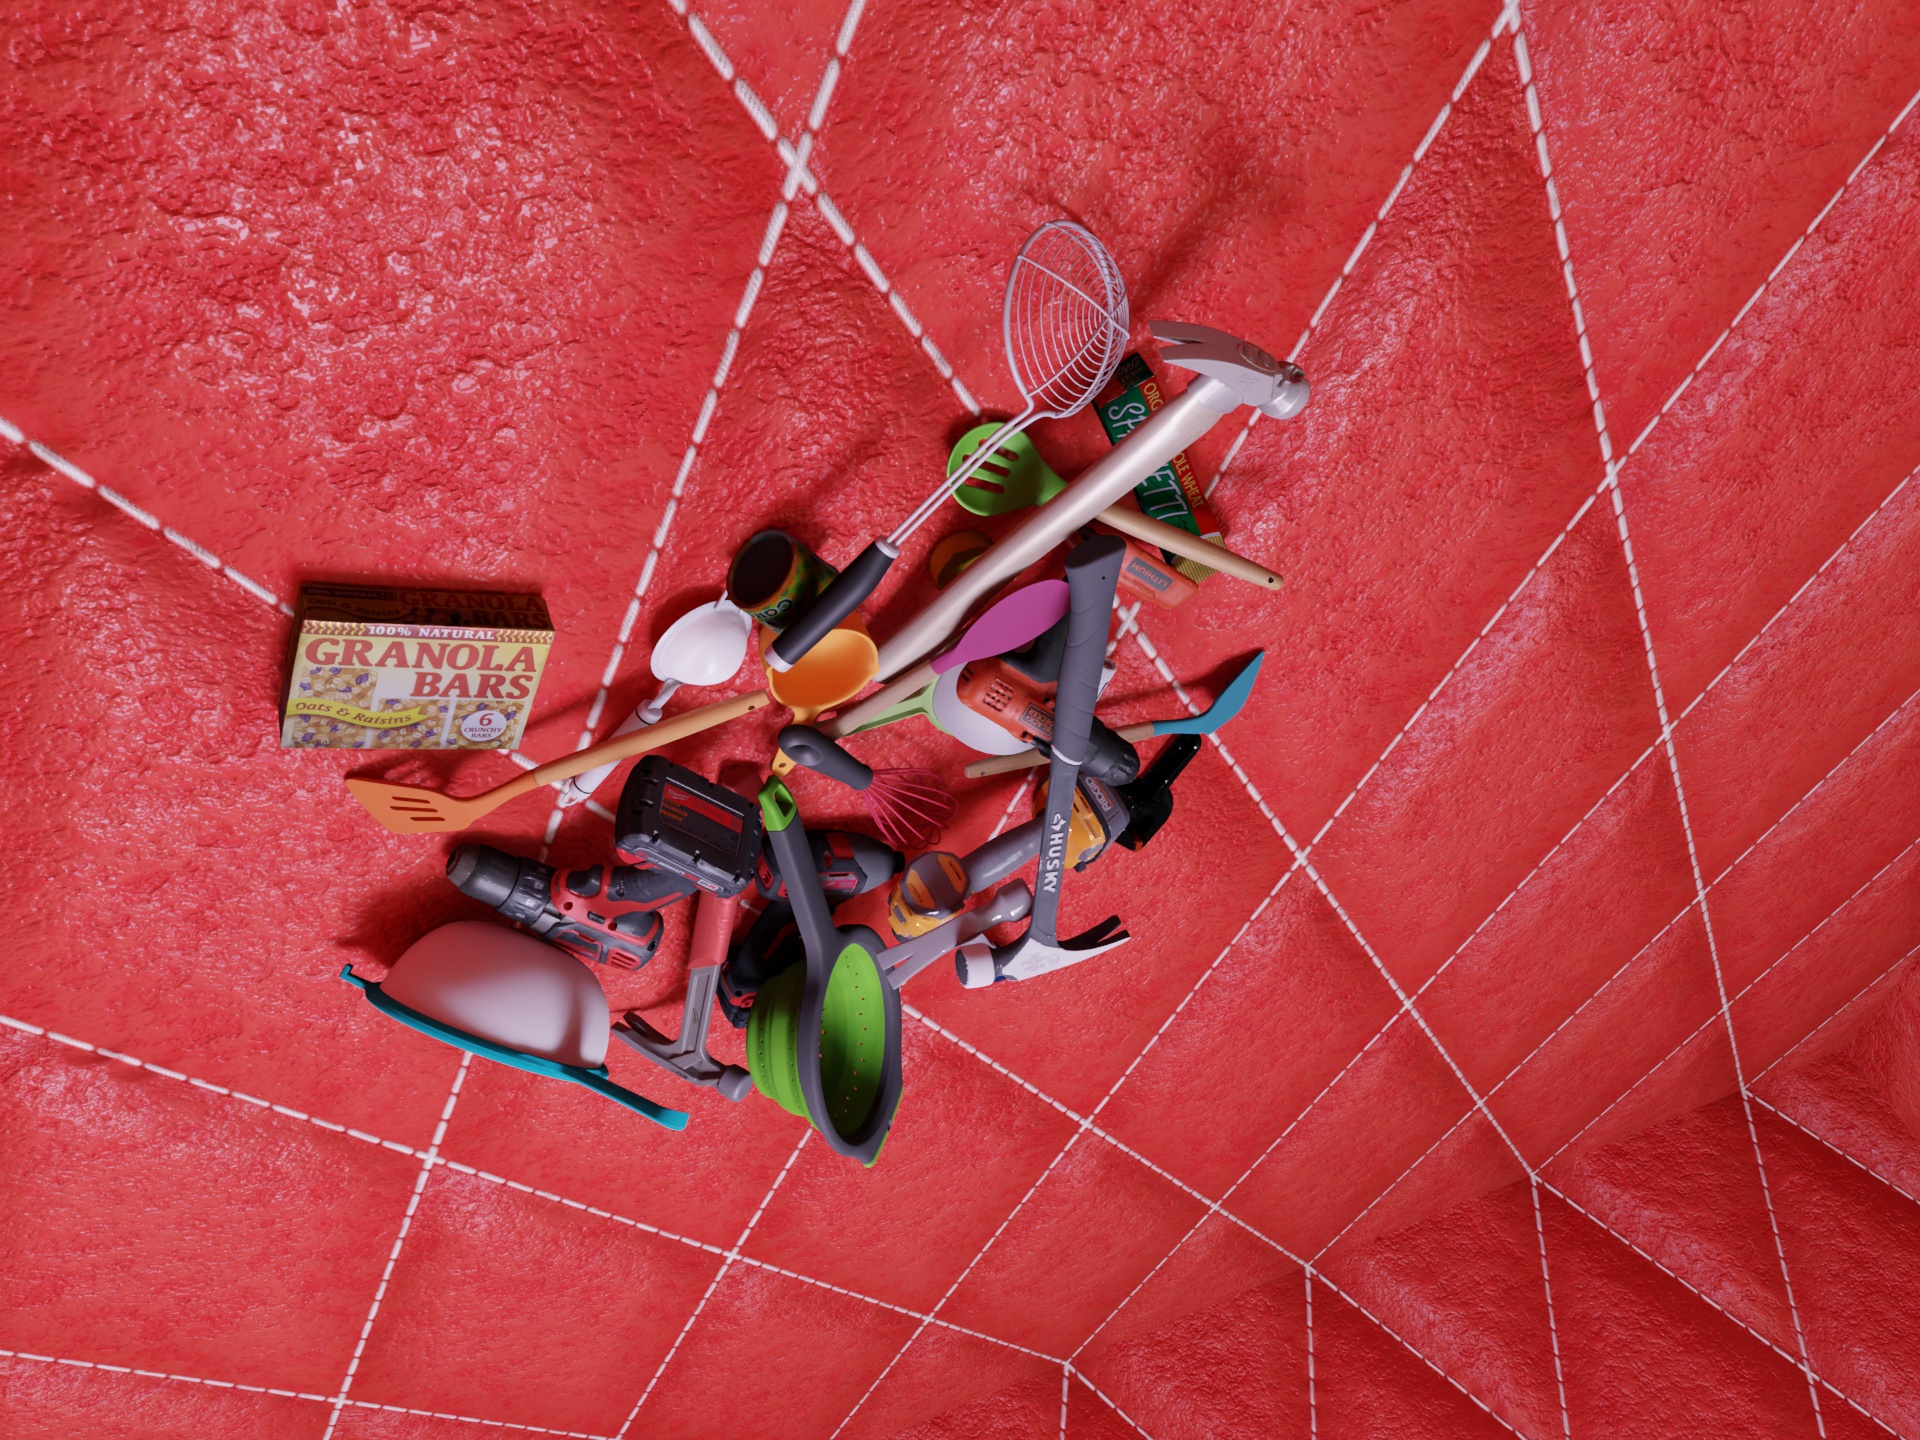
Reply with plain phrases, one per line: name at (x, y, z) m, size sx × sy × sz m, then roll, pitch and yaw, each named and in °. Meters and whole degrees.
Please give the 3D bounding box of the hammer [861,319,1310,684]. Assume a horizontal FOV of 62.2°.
hammer at (0.054, -0.140, 1.148) m, size 0.146 × 0.038 × 0.410 m, roll 6°, pitch 147°, yaw -43°

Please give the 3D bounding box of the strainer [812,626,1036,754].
strainer at (-0.002, -0.004, 1.349) m, size 0.256 × 0.069 × 0.151 m, roll -17°, pitch 142°, yaw -15°

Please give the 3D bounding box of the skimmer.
skimmer at (-0.021, -0.181, 1.101) m, size 0.363 × 0.090 × 0.127 m, roll -43°, pitch 147°, yaw 18°

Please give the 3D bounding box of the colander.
colander at (-0.148, 0.218, 1.397) m, size 0.094 × 0.205 × 0.396 m, roll -2°, pitch 122°, yaw 19°

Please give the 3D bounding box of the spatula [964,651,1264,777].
spatula at (0.147, 0.006, 1.463) m, size 0.317 × 0.044 × 0.082 m, roll -12°, pitch 142°, yaw -20°

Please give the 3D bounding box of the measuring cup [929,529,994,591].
measuring cup at (0.043, -0.151, 1.240) m, size 0.156 × 0.029 × 0.062 m, roll -35°, pitch 142°, yaw 6°

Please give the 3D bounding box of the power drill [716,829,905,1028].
power drill at (-0.144, 0.189, 1.495) m, size 0.143 × 0.079 × 0.219 m, roll 0°, pitch 132°, yaw -30°

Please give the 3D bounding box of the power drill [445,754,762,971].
power drill at (-0.286, 0.116, 1.273) m, size 0.187 × 0.080 × 0.226 m, roll 30°, pitch 135°, yaw -28°

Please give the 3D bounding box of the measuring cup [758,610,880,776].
measuring cup at (-0.128, -0.028, 1.264) m, size 0.095 × 0.052 × 0.173 m, roll -2°, pitch 139°, yaw -29°

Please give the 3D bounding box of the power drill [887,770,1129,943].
power drill at (0.032, 0.137, 1.488) m, size 0.226 × 0.084 × 0.185 m, roll -27°, pitch 166°, yaw -18°

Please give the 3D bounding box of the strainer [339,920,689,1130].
strainer at (-0.329, 0.236, 1.296) m, size 0.210 × 0.340 × 0.095 m, roll 33°, pitch 75°, yaw -52°

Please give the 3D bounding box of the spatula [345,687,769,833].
spatula at (-0.301, 0.028, 1.210) m, size 0.322 × 0.041 × 0.080 m, roll -19°, pitch 144°, yaw -1°

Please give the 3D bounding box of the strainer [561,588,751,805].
strainer at (-0.235, -0.010, 1.233) m, size 0.258 × 0.050 × 0.086 m, roll -44°, pitch 154°, yaw 26°

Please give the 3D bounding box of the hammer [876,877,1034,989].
hammer at (0.015, 0.222, 1.531) m, size 0.144 × 0.035 × 0.405 m, roll -27°, pitch 165°, yaw -1°

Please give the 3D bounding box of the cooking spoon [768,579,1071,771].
cooking spoon at (-0.039, -0.031, 1.256) m, size 0.319 × 0.017 × 0.068 m, roll -31°, pitch 151°, yaw 29°

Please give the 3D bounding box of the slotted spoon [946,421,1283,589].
slotted spoon at (0.124, -0.154, 1.223) m, size 0.313 × 0.031 × 0.070 m, roll 18°, pitch 102°, yaw -25°

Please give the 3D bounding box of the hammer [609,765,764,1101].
hammer at (-0.232, 0.187, 1.435) m, size 0.037 × 0.149 × 0.358 m, roll -42°, pitch 153°, yaw -52°

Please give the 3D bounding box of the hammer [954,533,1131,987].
hammer at (0.086, 0.042, 1.244) m, size 0.149 × 0.036 × 0.408 m, roll -7°, pitch 125°, yaw -19°

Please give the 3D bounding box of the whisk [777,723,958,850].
whisk at (-0.076, 0.054, 1.346) m, size 0.073 × 0.073 × 0.295 m, roll -34°, pitch 153°, yaw 10°
